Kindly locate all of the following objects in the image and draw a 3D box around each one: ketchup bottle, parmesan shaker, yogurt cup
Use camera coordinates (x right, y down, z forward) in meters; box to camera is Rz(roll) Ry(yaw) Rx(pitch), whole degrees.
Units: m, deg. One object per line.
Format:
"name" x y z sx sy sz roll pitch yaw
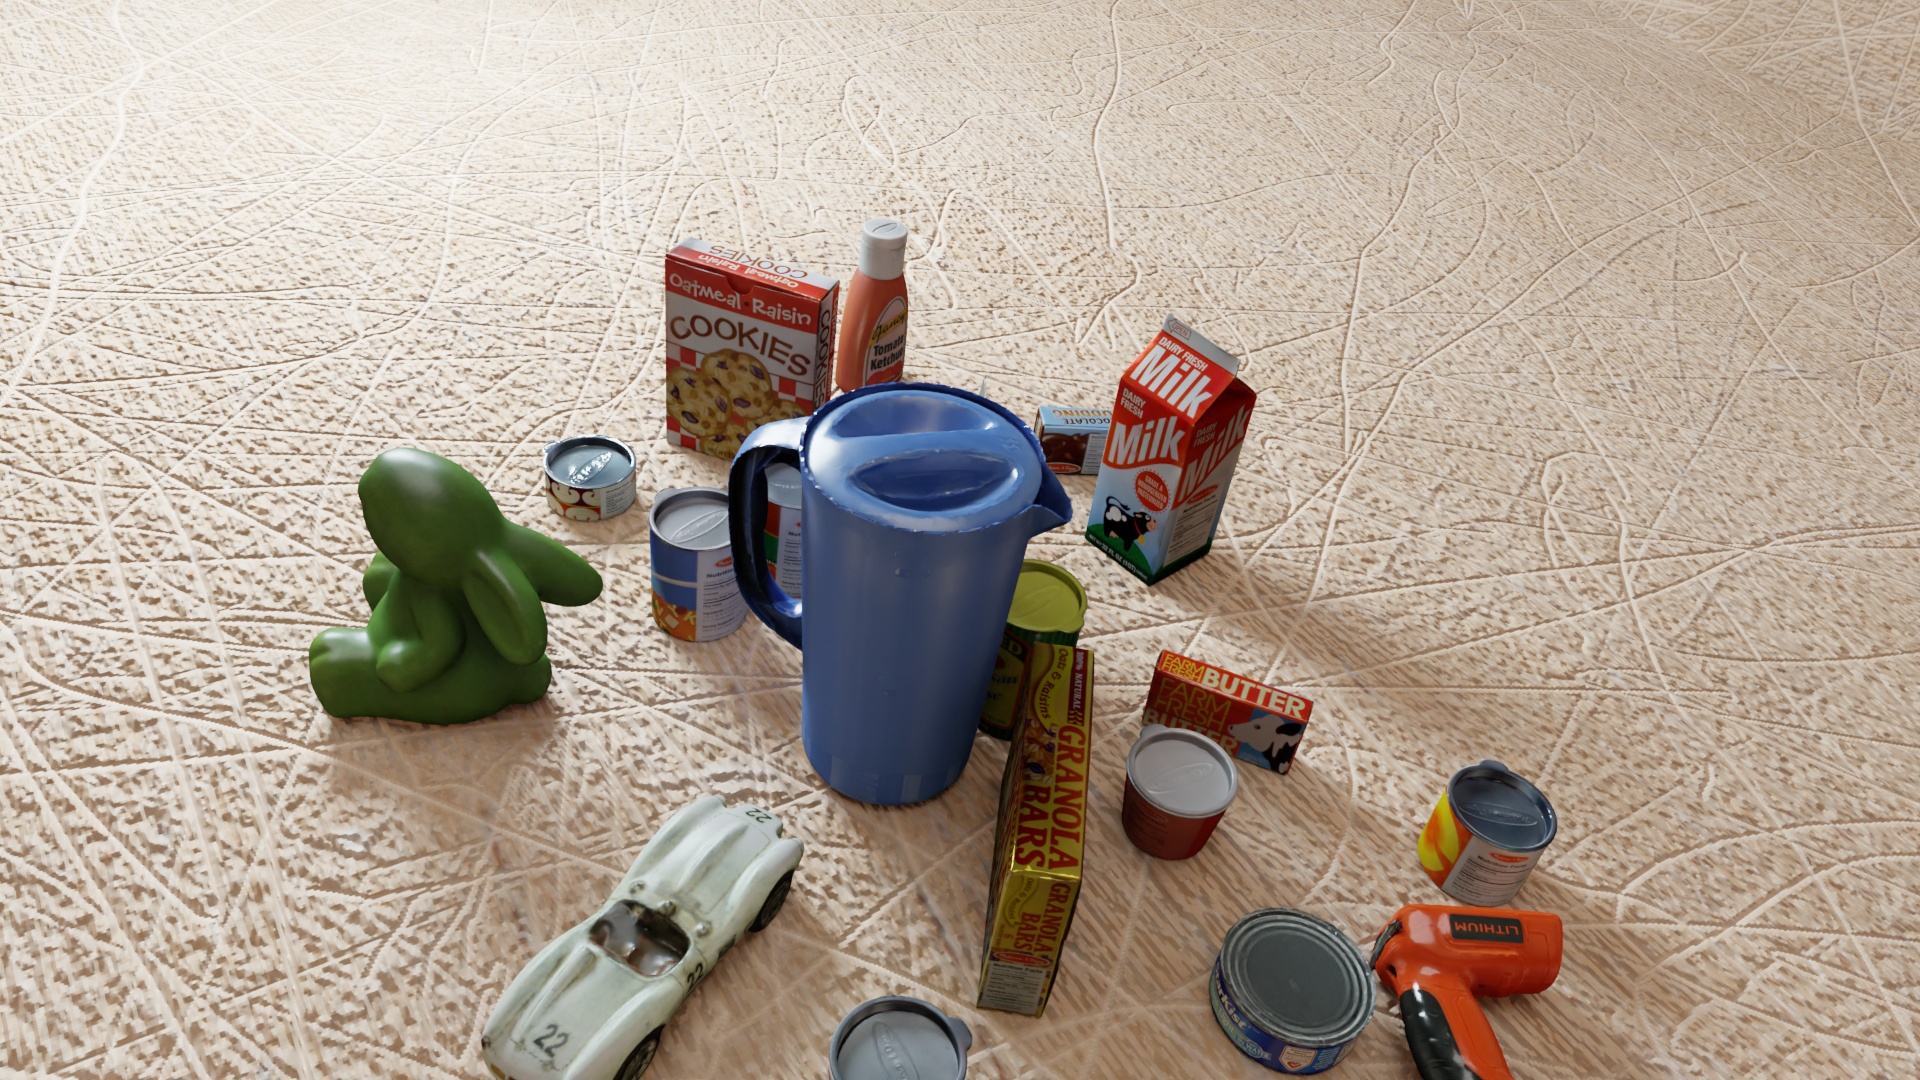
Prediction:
"ketchup bottle" -0.070 -0.193 1.152 0.043 0.148 0.065 34 45 27
"parmesan shaker" 0.041 0.073 0.890 0.071 0.102 0.072 6 39 -5
"yogurt cup" 0.130 0.157 0.845 0.072 0.053 0.073 6 39 -5

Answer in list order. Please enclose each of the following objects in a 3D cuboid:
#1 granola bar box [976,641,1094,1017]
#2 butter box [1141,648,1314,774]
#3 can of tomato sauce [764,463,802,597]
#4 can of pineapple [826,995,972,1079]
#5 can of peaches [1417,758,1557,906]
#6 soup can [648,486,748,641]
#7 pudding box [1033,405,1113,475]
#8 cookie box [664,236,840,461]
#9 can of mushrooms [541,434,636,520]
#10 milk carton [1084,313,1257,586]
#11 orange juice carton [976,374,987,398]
"granola bar box" 0.044 0.157 0.772 0.039 0.123 0.166 10 39 0
"butter box" 0.173 0.112 0.908 0.103 0.052 0.024 19 40 12
"can of tomato sauce" -0.115 -0.013 0.977 0.071 0.082 0.071 6 39 -5
"can of pineapple" -0.031 0.267 0.677 0.071 0.057 0.071 6 39 -5
"can of peaches" 0.322 0.180 0.853 0.071 0.057 0.071 6 39 -5
"soup can" -0.176 0.015 0.931 0.071 0.083 0.072 6 39 -5
"pudding box" 0.101 -0.080 1.128 0.084 0.049 0.030 1 40 -10
"cookie box" -0.159 -0.133 1.047 0.123 0.166 0.040 17 40 9
"can of mushrooms" -0.275 -0.047 1.025 0.071 0.033 0.071 6 39 -5
"milk carton" 0.155 -0.068 1.014 0.074 0.189 0.072 -25 50 -35
"orange juice carton" 0.003 -0.011 0.914 0.073 0.191 0.072 6 39 -4
